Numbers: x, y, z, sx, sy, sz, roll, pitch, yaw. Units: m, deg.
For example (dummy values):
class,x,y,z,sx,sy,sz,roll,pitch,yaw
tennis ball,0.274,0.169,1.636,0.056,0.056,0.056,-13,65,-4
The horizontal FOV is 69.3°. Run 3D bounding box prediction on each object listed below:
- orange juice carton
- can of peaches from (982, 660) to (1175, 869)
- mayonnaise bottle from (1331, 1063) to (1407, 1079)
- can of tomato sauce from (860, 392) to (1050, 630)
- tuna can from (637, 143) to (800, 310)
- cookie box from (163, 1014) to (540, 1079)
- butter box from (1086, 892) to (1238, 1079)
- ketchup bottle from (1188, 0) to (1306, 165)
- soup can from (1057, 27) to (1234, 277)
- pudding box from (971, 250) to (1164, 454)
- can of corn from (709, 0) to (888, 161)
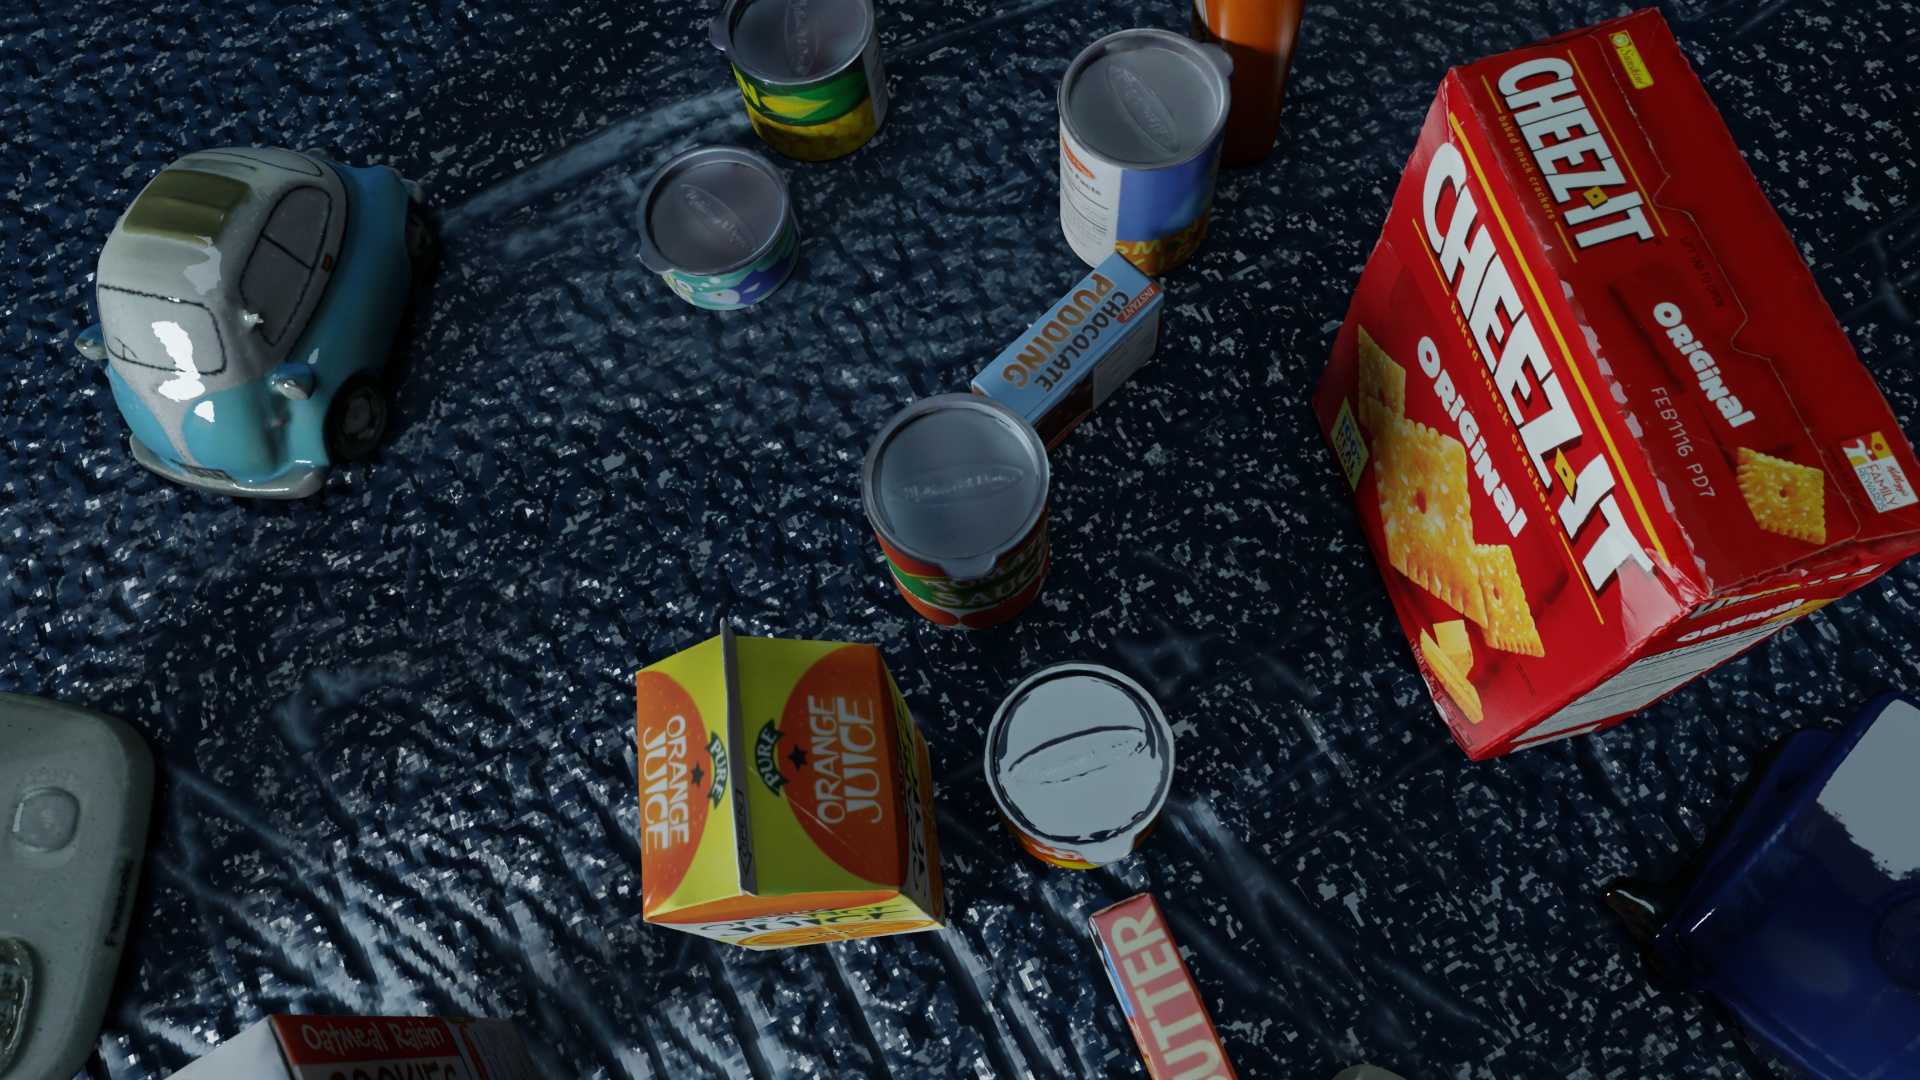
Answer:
class,x,y,z,sx,sy,sz,roll,pitch,yaw
orange juice carton,-0.051,0.083,0.436,0.073,0.192,0.072,-7,70,2
can of peaches,0.043,0.085,0.500,0.071,0.058,0.071,-1,70,4
mayonnaise bottle,0.128,0.189,0.407,0.041,0.147,0.065,26,74,13
can of tomato sauce,0.002,-0.007,0.523,0.071,0.083,0.071,-1,70,4
tuna can,-0.106,-0.134,0.605,0.071,0.032,0.071,-1,70,4
cookie box,-0.213,0.195,0.421,0.123,0.167,0.040,-32,71,-7
butter box,0.074,0.172,0.468,0.024,0.053,0.104,-22,70,-4
ketchup bottle,0.115,-0.218,0.557,0.043,0.148,0.065,-6,70,3
soup can,0.076,-0.158,0.573,0.071,0.083,0.071,-1,70,4
pudding box,0.044,-0.071,0.561,0.084,0.049,0.030,-44,73,-11
can of corn,-0.070,-0.211,0.617,0.071,0.058,0.071,-1,70,4
